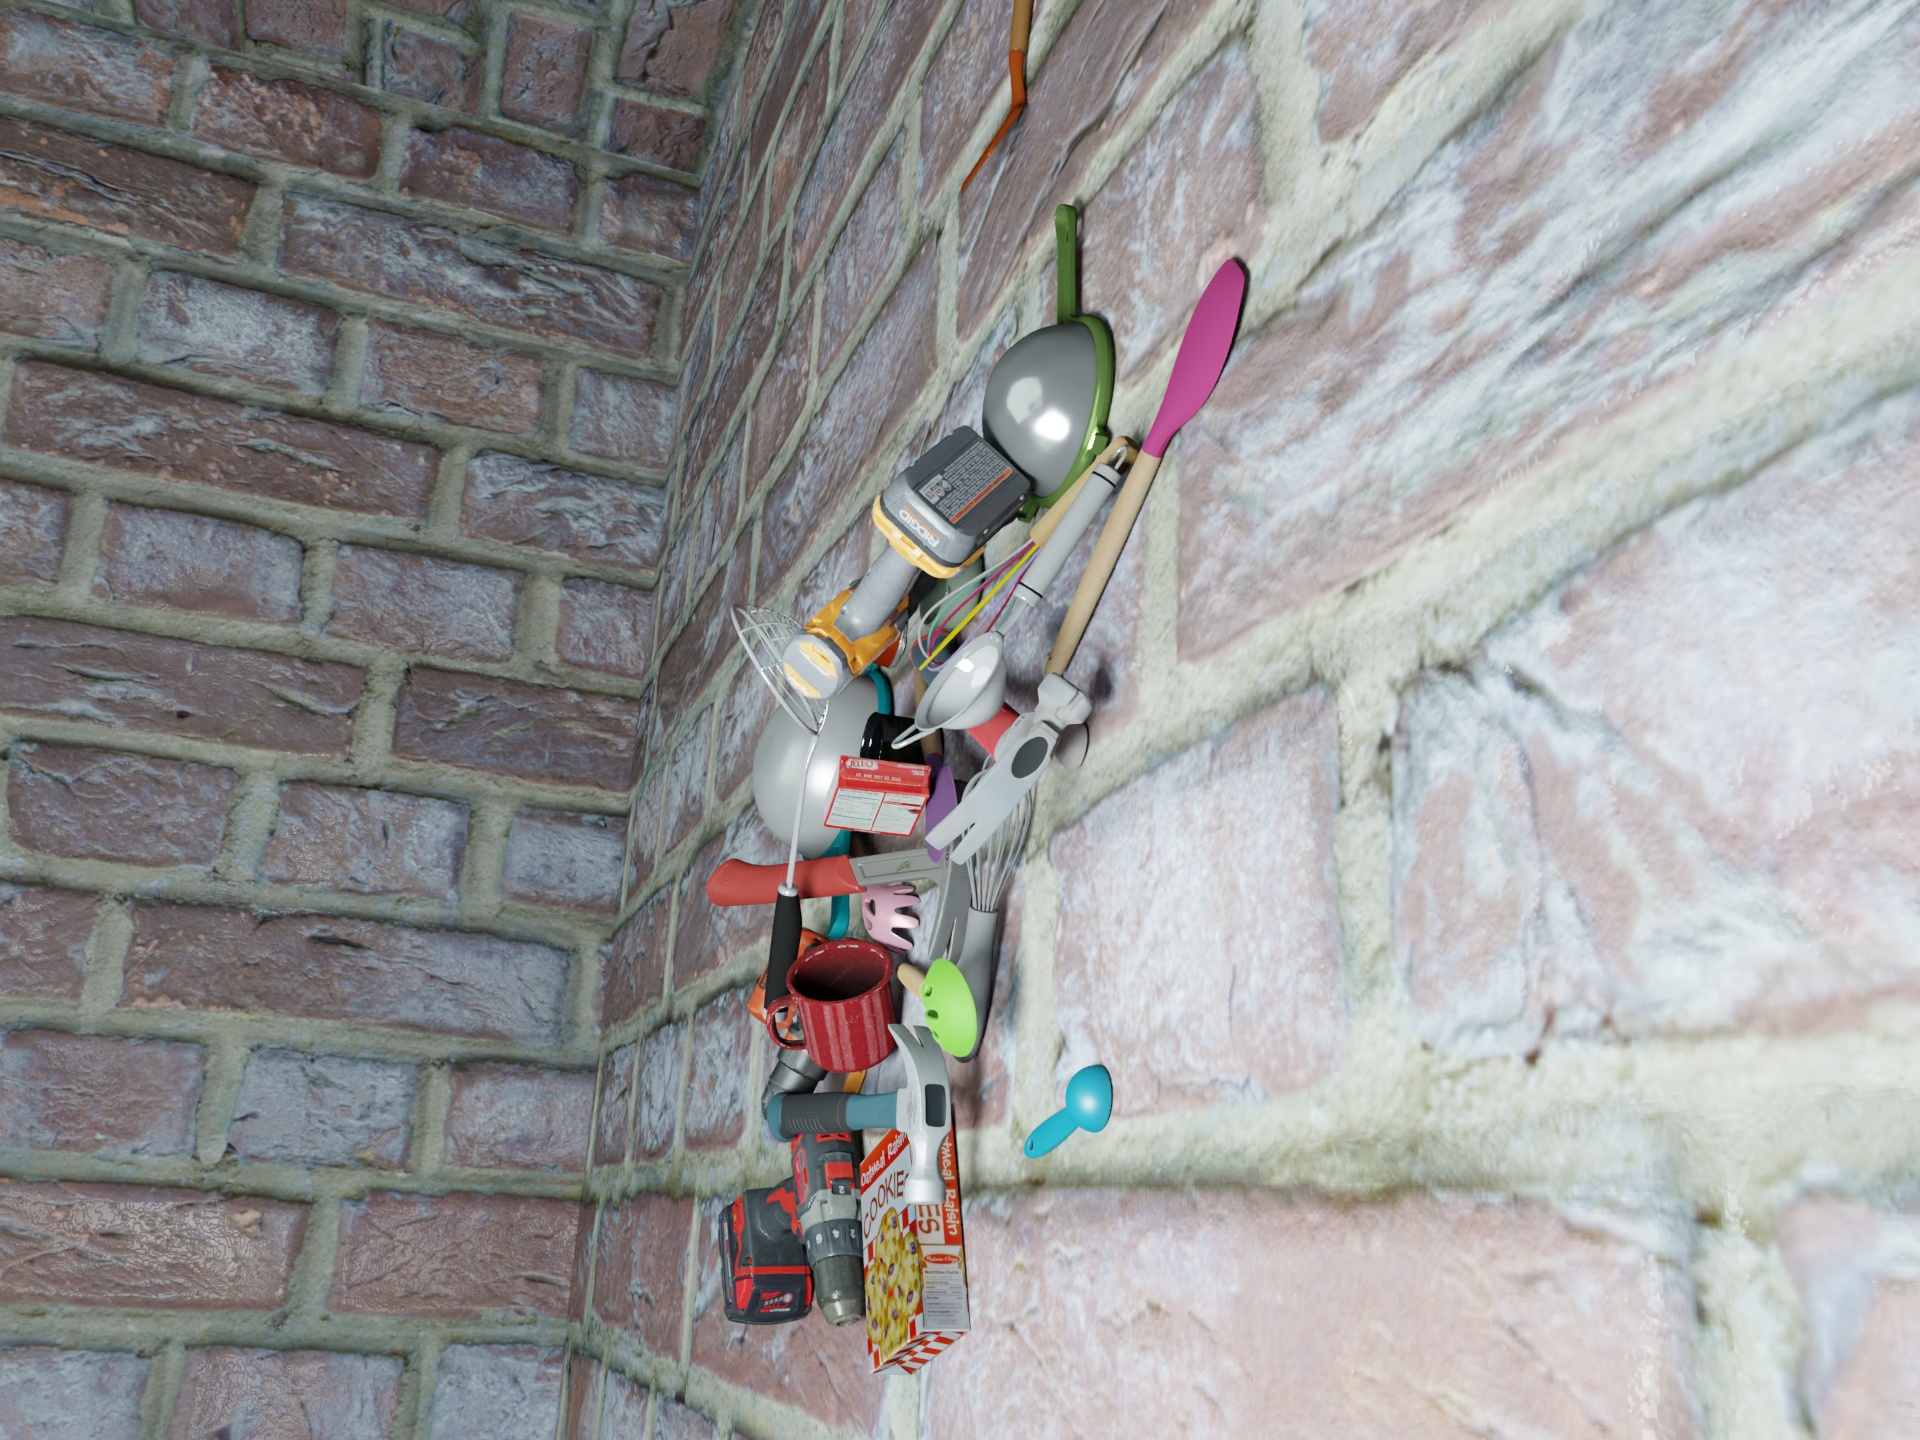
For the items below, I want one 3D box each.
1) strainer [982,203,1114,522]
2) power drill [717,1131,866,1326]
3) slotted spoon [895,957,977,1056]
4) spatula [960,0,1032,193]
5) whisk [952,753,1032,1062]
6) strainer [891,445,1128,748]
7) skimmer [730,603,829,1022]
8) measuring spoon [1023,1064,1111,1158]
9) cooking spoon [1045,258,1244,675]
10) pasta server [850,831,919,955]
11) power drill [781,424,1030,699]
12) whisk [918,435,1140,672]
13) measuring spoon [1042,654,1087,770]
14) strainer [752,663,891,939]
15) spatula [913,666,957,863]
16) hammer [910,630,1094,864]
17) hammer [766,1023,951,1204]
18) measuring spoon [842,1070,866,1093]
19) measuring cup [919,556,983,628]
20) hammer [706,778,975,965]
[{"bbox_3d":[0.058,-0.293,1.233,0.151,0.069,0.256,144,130,-64],"label":"strainer"},{"bbox_3d":[-0.145,0.479,1.446,0.226,0.080,0.188,-55,36,44],"label":"power drill"},{"bbox_3d":[-0.028,0.209,1.234,0.314,0.031,0.070,158,103,-81],"label":"slotted spoon"},{"bbox_3d":[0.047,-0.645,1.480,0.081,0.041,0.323,156,122,-69],"label":"spatula"},{"bbox_3d":[0.015,0.142,1.190,0.055,0.055,0.239,-150,66,-70],"label":"whisk"},{"bbox_3d":[0.043,-0.077,1.084,0.258,0.050,0.087,-57,21,2],"label":"strainer"},{"bbox_3d":[-0.169,0.083,1.357,0.127,0.090,0.363,-108,25,-76],"label":"skimmer"},{"bbox_3d":[0.061,0.260,1.034,0.128,0.021,0.042,126,148,-50],"label":"measuring spoon"},{"bbox_3d":[0.119,-0.159,1.074,0.069,0.017,0.318,-105,31,-52],"label":"cooking spoon"},{"bbox_3d":[-0.090,0.137,1.526,0.316,0.040,0.060,-124,47,-69],"label":"pasta server"},{"bbox_3d":[-0.037,-0.128,1.250,0.226,0.084,0.185,-48,0,44],"label":"power drill"},{"bbox_3d":[0.045,-0.114,1.154,0.245,0.047,0.051,-46,65,31],"label":"whisk"},{"bbox_3d":[0.068,-0.010,1.150,0.124,0.018,0.034,-104,30,-51],"label":"measuring spoon"},{"bbox_3d":[-0.151,0.077,1.551,0.211,0.095,0.341,-58,21,32],"label":"strainer"},{"bbox_3d":[-0.024,0.023,1.320,0.316,0.018,0.059,-100,30,-62],"label":"spatula"},{"bbox_3d":[-0.002,-0.004,1.232,0.143,0.038,0.386,-51,16,2],"label":"hammer"},{"bbox_3d":[-0.088,0.315,1.271,0.331,0.033,0.128,-28,56,61],"label":"hammer"},{"bbox_3d":[-0.104,0.360,1.485,0.021,0.011,0.117,46,123,47],"label":"measuring spoon"},{"bbox_3d":[0.005,-0.159,1.376,0.083,0.038,0.167,-136,59,-67],"label":"measuring cup"},{"bbox_3d":[-0.115,0.147,1.401,0.359,0.036,0.149,-13,64,48],"label":"hammer"}]
